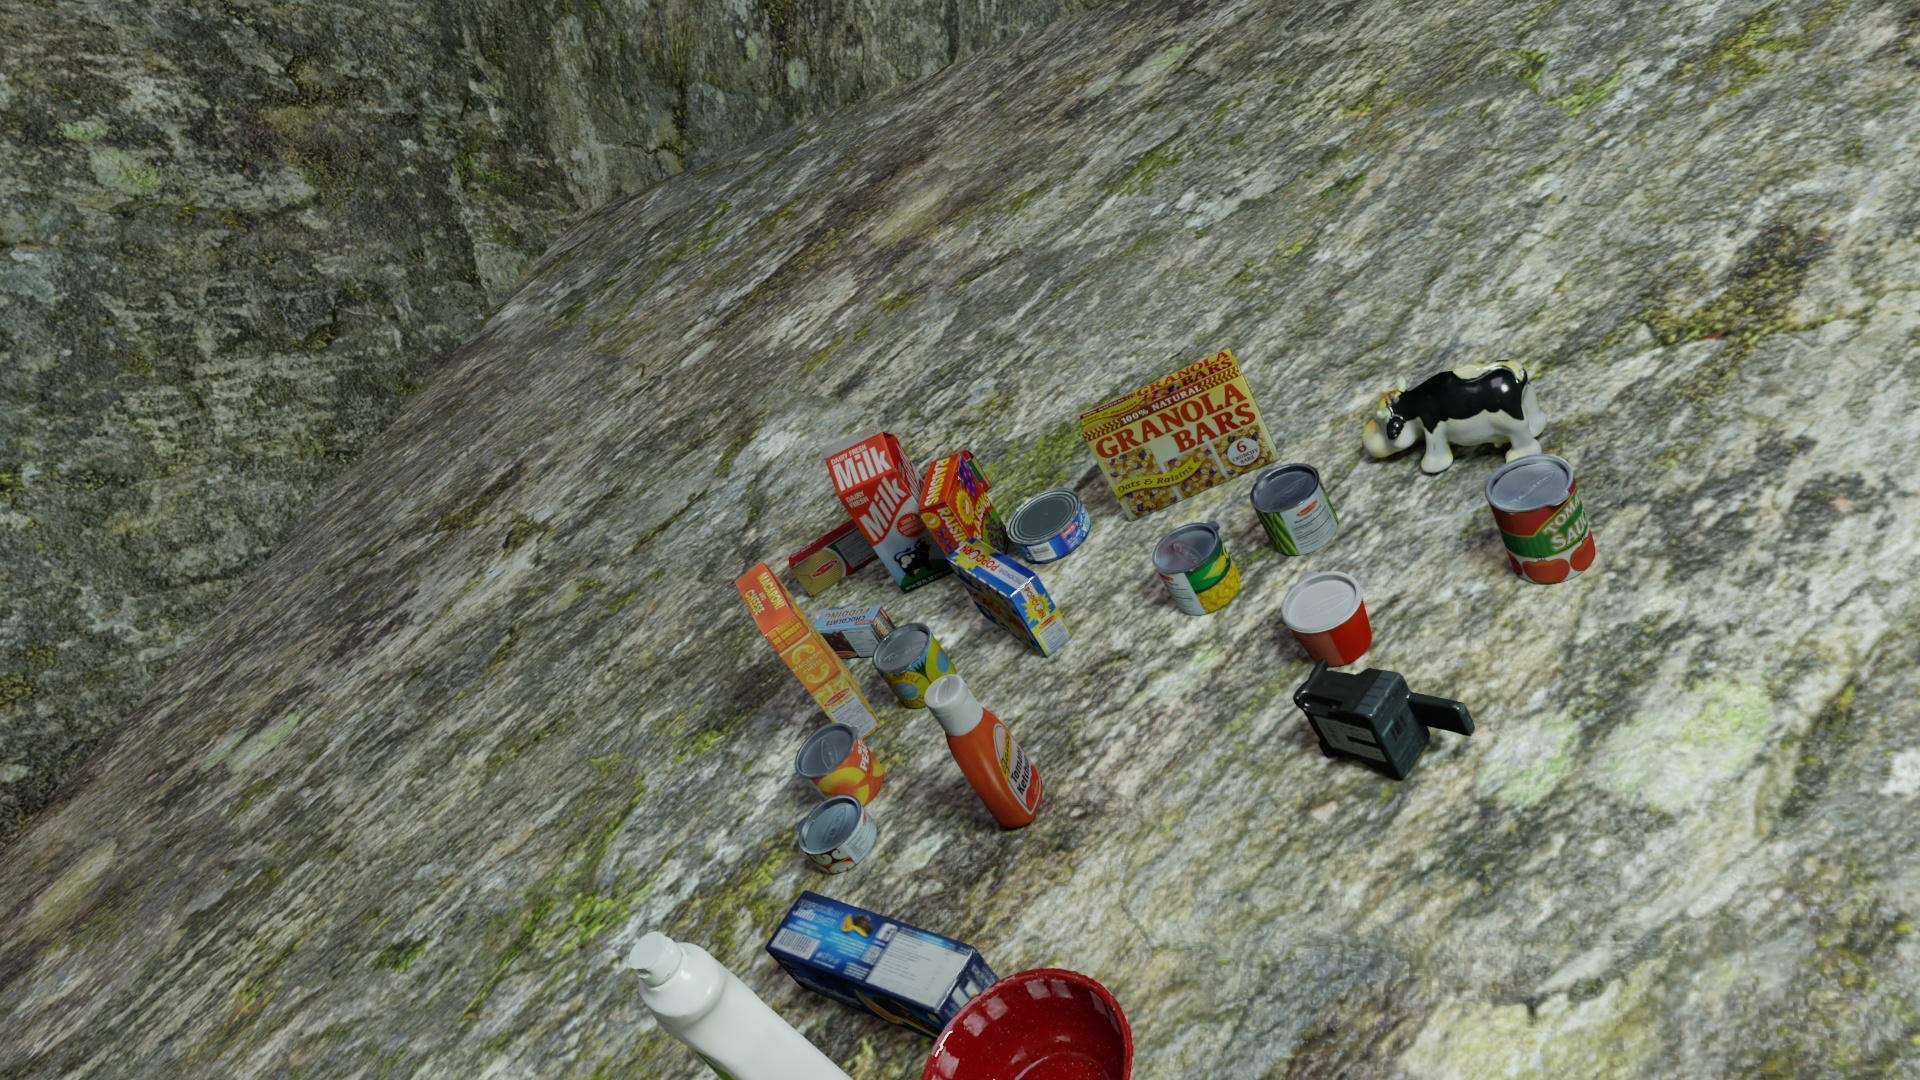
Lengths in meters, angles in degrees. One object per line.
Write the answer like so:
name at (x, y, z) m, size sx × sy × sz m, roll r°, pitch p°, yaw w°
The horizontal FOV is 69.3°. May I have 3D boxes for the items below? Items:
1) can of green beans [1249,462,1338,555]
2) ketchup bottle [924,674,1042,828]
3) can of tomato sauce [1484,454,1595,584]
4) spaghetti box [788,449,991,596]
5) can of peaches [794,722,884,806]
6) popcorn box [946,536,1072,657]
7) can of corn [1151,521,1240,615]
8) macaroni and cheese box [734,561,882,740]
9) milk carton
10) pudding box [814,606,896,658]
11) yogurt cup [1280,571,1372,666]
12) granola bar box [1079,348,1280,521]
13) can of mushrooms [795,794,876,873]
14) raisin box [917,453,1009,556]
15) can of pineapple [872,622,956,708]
can of green beans at (0.308, -0.029, 1.280) m, size 0.071 × 0.057 × 0.071 m, roll -23°, pitch 33°, yaw 16°
ketchup bottle at (0.019, 0.175, 1.168) m, size 0.043 × 0.148 × 0.065 m, roll -16°, pitch 35°, yaw 25°
can of tomato sauce at (0.463, -0.016, 1.104) m, size 0.071 × 0.082 × 0.071 m, roll -23°, pitch 33°, yaw 16°
spaghetti box at (-0.082, -0.021, 1.615) m, size 0.250 × 0.050 × 0.029 m, roll -31°, pitch 32°, yaw 2°
can of peaches at (-0.112, 0.215, 1.313) m, size 0.071 × 0.058 × 0.071 m, roll -23°, pitch 33°, yaw 16°
popcorn box at (0.048, 0.054, 1.367) m, size 0.038 × 0.085 × 0.127 m, roll -41°, pitch 33°, yaw -12°
can of corn at (0.220, 0.025, 1.283) m, size 0.071 × 0.058 × 0.071 m, roll -23°, pitch 33°, yaw 16°
macaroni and cheese box at (-0.152, 0.112, 1.385) m, size 0.040 × 0.166 × 0.124 m, roll -36°, pitch 32°, yaw -5°
milk carton at (-0.076, -0.042, 1.506) m, size 0.072 × 0.190 × 0.074 m, roll -25°, pitch 32°, yaw 13°
pudding box at (-0.111, 0.098, 1.479) m, size 0.083 × 0.049 × 0.030 m, roll -7°, pitch 40°, yaw 35°
yogurt cup at (0.307, 0.068, 1.154) m, size 0.072 × 0.053 × 0.073 m, roll -23°, pitch 33°, yaw 16°
granola bar box at (0.220, -0.105, 1.398) m, size 0.165 × 0.123 × 0.039 m, roll -23°, pitch 33°, yaw 15°
can of mushrooms at (-0.113, 0.267, 1.266) m, size 0.071 × 0.033 × 0.071 m, roll -23°, pitch 33°, yaw 16°
raisin box at (0.005, -0.018, 1.467) m, size 0.040 × 0.123 × 0.086 m, roll -16°, pitch 35°, yaw 25°
can of pineapple at (-0.046, 0.126, 1.377) m, size 0.071 × 0.057 × 0.071 m, roll -23°, pitch 33°, yaw 16°
